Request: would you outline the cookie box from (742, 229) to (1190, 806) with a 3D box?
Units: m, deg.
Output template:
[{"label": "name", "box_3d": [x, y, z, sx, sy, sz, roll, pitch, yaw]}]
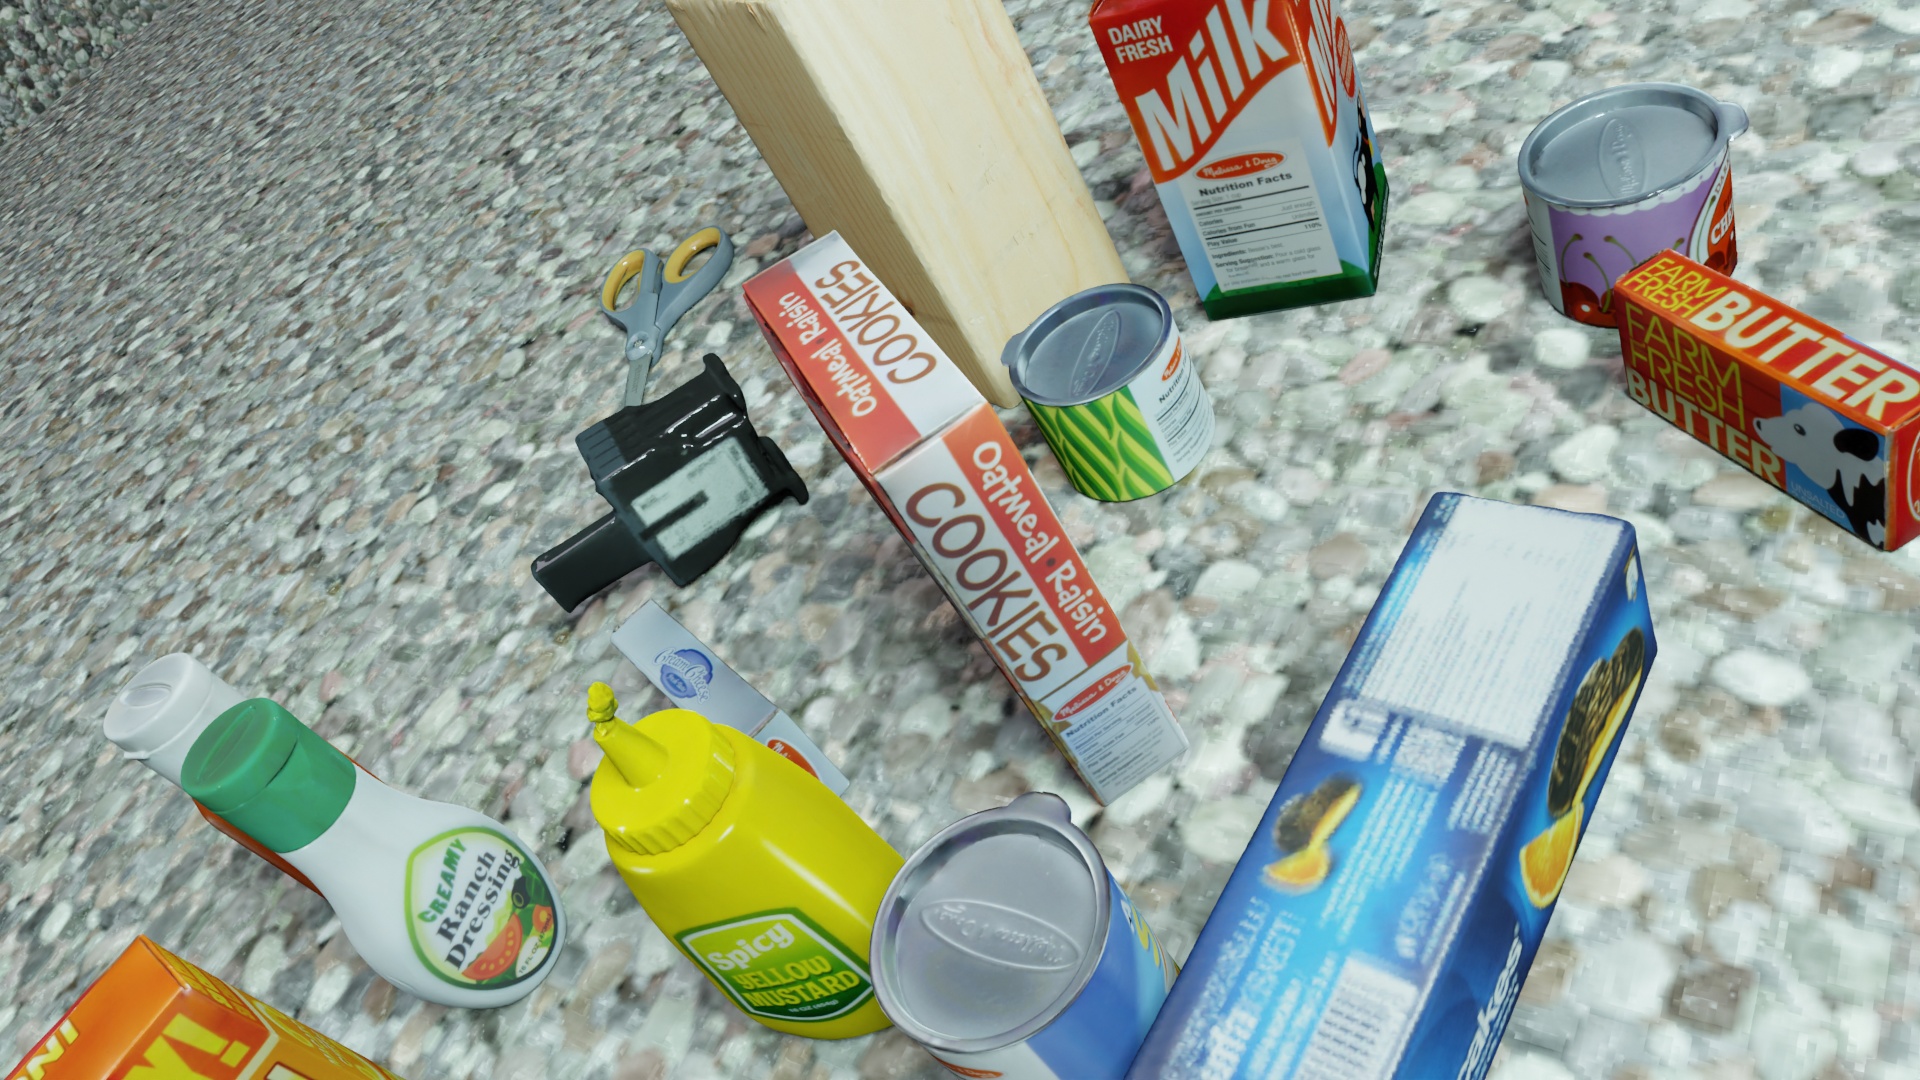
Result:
[{"label": "cookie box", "box_3d": [0.002, -0.006, 0.449, 0.040, 0.166, 0.123, -35, 41, -2]}]

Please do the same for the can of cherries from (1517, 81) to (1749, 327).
[{"label": "can of cherries", "box_3d": [0.239, -0.118, 0.491, 0.071, 0.058, 0.072, -18, 43, 17]}]

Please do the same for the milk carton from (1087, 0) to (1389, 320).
[{"label": "milk carton", "box_3d": [0.107, -0.183, 0.537, 0.073, 0.190, 0.073, -5, 48, 29]}]

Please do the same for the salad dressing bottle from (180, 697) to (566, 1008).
[{"label": "salad dressing bottle", "box_3d": [-0.197, 0.110, 0.478, 0.044, 0.147, 0.064, -2, 50, 31]}]

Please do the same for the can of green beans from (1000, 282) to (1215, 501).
[{"label": "can of green beans", "box_3d": [0.060, -0.058, 0.546, 0.071, 0.057, 0.071, -18, 43, 17]}]

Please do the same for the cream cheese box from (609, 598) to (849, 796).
[{"label": "cream cheese box", "box_3d": [-0.089, 0.064, 0.526, 0.024, 0.053, 0.104, -46, 42, -14]}]

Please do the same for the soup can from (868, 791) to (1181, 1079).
[{"label": "soup can", "box_3d": [0.025, 0.120, 0.376, 0.071, 0.083, 0.072, -18, 43, 17]}]

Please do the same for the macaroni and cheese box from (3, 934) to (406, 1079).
[{"label": "macaroni and cheese box", "box_3d": [-0.197, 0.201, 0.374, 0.040, 0.166, 0.124, 13, 59, 40]}]

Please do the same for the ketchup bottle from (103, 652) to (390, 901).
[{"label": "ketchup bottle", "box_3d": [-0.245, 0.099, 0.517, 0.064, 0.148, 0.044, -5, 48, 29]}]

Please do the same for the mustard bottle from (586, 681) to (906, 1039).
[{"label": "mustard bottle", "box_3d": [-0.063, 0.092, 0.400, 0.065, 0.159, 0.049, -19, 43, 16]}]

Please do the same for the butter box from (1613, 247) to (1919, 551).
[{"label": "butter box", "box_3d": [0.245, -0.045, 0.420, 0.024, 0.053, 0.104, -34, 41, -1]}]
